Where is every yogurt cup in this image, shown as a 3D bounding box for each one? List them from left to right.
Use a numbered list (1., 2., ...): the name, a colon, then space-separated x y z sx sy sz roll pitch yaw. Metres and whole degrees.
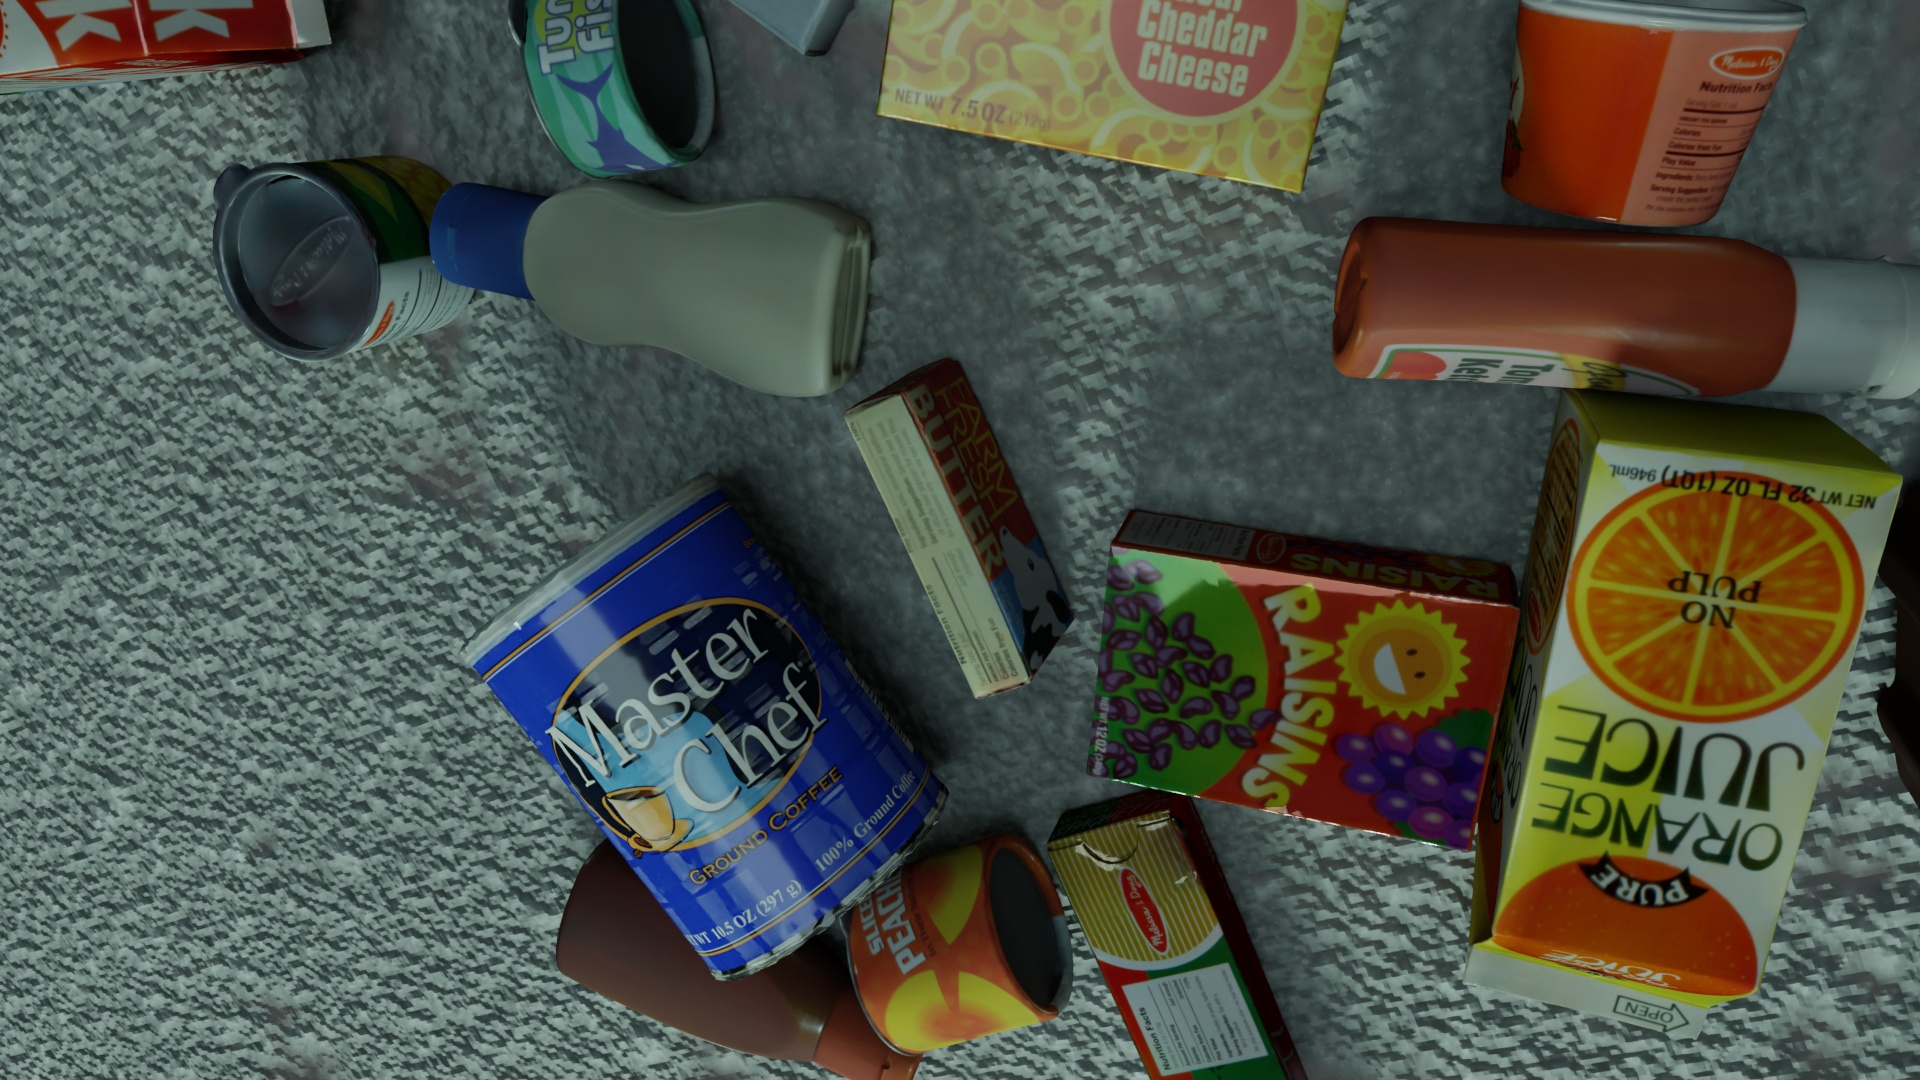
1. yogurt cup: 0.175 -0.115 0.363 0.072 0.073 0.053 11 118 14

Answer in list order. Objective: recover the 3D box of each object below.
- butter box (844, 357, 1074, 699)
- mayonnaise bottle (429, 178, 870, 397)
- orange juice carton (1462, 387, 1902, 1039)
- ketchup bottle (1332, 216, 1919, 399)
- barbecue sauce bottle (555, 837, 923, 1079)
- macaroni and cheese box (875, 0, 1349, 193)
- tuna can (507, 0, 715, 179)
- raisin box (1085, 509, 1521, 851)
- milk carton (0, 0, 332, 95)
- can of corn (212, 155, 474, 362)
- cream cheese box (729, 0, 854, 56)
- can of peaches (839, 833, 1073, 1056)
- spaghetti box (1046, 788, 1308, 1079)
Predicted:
1. butter box: 0.002 -0.006 0.457 0.024 0.053 0.103 -21 100 25
2. mayonnaise bottle: -0.106 -0.092 0.469 0.148 0.041 0.064 13 109 14
3. orange juice carton: 0.199 0.058 0.405 0.072 0.073 0.192 8 110 14
4. ketchup bottle: 0.181 -0.062 0.380 0.149 0.065 0.043 5 90 7
5. barbecue sauce bottle: -0.083 0.171 0.545 0.148 0.044 0.064 22 113 9
6. macaroni and cheese box: 0.051 -0.190 0.376 0.124 0.040 0.165 10 111 0
7. tuna can: -0.107 -0.150 0.434 0.033 0.071 0.071 -5 106 17
8. raisin box: 0.108 0.044 0.448 0.123 0.040 0.085 9 109 16
9. milk carton: -0.301 -0.197 0.477 0.190 0.074 0.072 1 107 17
10. can of corn: -0.216 -0.103 0.489 0.071 0.058 0.071 5 109 16
11. cream cheese box: -0.042 -0.207 0.420 0.053 0.024 0.103 35 114 3
12. can of peaches: 0.000 0.143 0.496 0.058 0.071 0.071 -22 100 22
13. spaghetti box: 0.102 0.206 0.507 0.050 0.029 0.249 -20 100 22
